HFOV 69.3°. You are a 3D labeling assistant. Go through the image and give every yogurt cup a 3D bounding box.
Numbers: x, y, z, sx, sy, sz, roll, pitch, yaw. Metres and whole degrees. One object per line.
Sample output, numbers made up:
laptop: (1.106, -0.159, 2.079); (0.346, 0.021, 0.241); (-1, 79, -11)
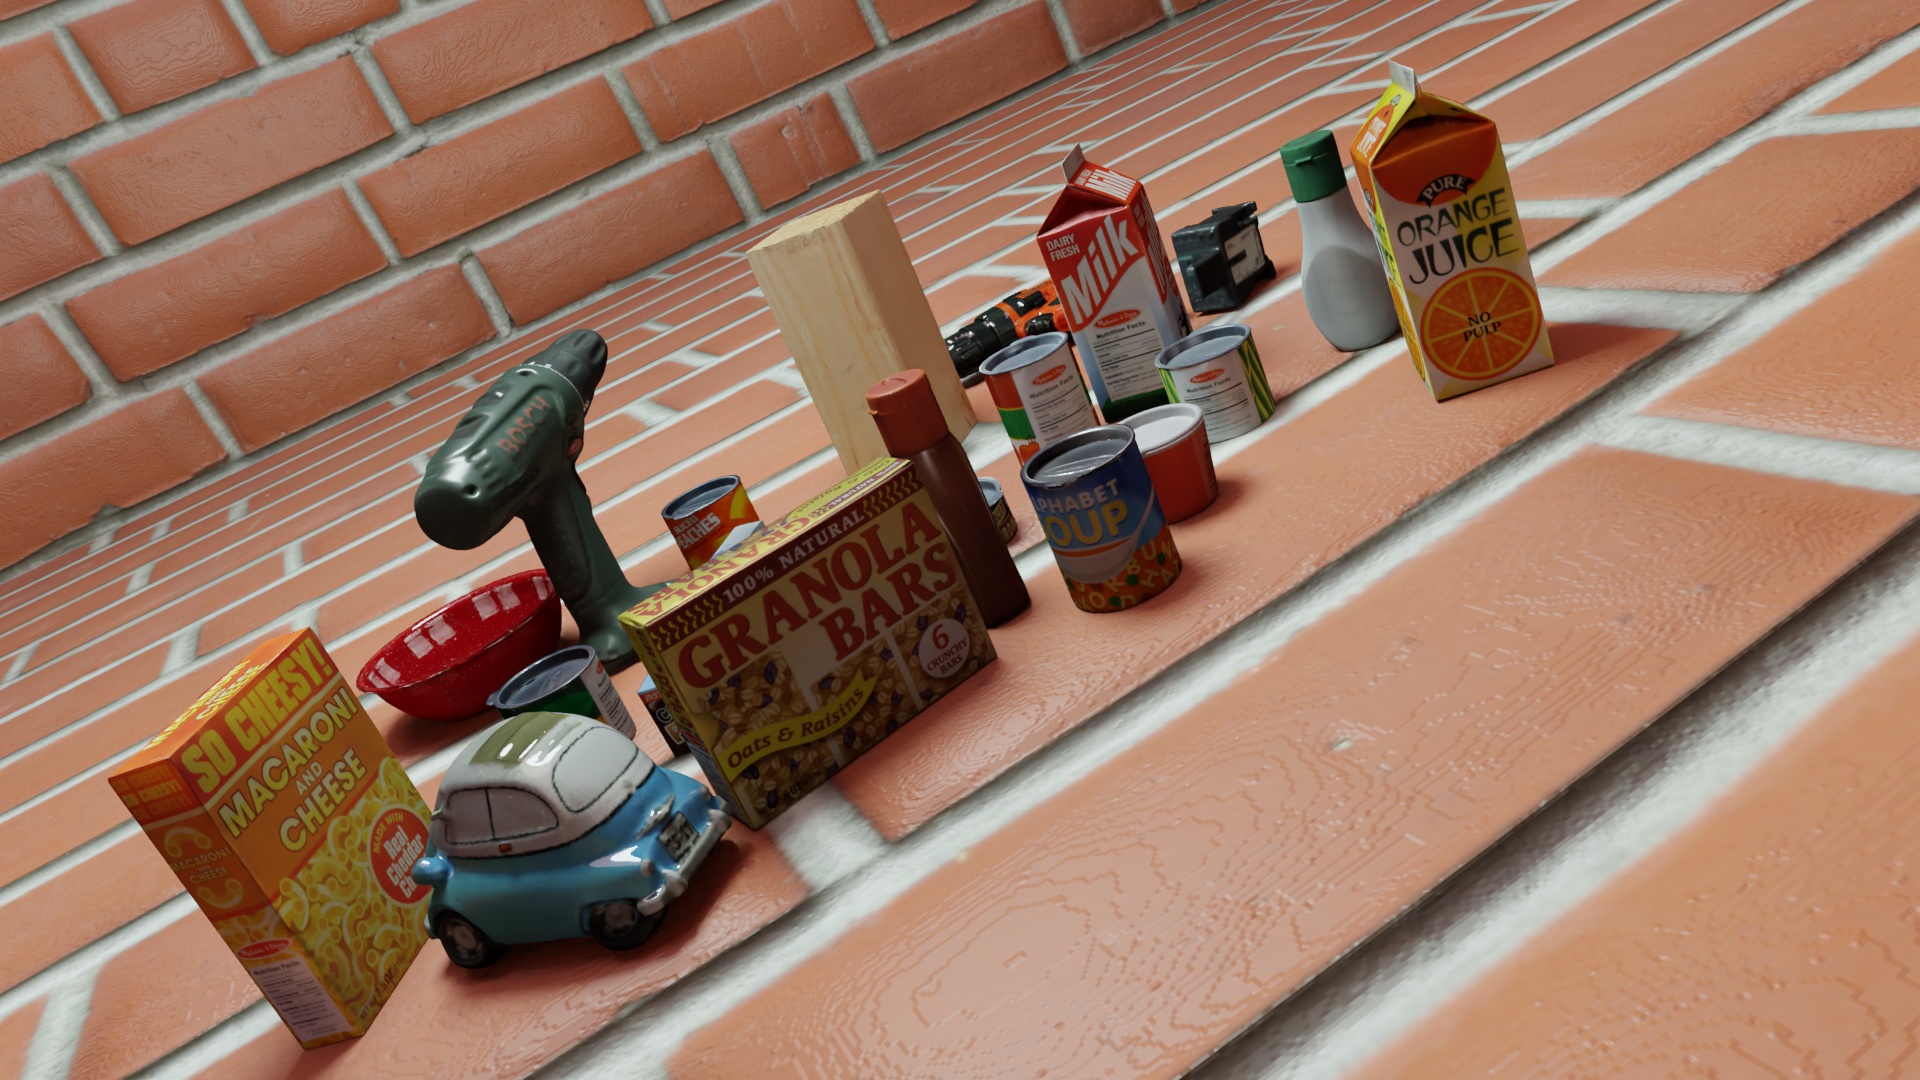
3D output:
yogurt cup: (0.122, -0.045, 0.839); (0.072, 0.053, 0.073); (-20, 21, 8)

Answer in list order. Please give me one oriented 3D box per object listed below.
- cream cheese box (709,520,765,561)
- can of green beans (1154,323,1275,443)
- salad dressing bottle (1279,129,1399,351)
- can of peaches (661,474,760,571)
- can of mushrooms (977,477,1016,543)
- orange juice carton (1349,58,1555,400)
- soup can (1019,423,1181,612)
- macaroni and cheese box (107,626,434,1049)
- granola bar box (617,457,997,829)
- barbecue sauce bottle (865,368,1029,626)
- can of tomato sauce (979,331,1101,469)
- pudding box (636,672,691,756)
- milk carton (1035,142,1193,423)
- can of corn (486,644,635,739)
cream cheese box: (-0.149, 0.033, 0.934); (0.024, 0.053, 0.104); (-16, 22, 20)
can of green beans: (0.170, -0.105, 0.927); (0.071, 0.057, 0.071); (-20, 21, 8)
salad dressing bottle: (0.258, -0.205, 0.951); (0.064, 0.147, 0.044); (-10, 25, 32)
can of peaches: (-0.189, -0.009, 1.069); (0.071, 0.058, 0.071); (-20, 21, 8)
can of mushrooms: (0.003, -0.011, 0.911); (0.071, 0.033, 0.071); (-20, 21, 8)
orange juice carton: (0.285, -0.189, 0.822); (0.073, 0.192, 0.072); (-18, 21, 14)
soup can: (0.077, -0.011, 0.763); (0.071, 0.083, 0.071); (-20, 21, 8)
macaroni and cheese box: (-0.326, 0.145, 0.692); (0.040, 0.166, 0.124); (-18, 21, 14)
granola bar box: (-0.073, 0.050, 0.717); (0.166, 0.124, 0.039); (-34, 23, -25)
barbecue sauce bottle: (-0.010, -0.024, 0.795); (0.044, 0.148, 0.065); (-30, 22, -16)
can of tomato sauce: (0.059, -0.098, 0.990); (0.071, 0.083, 0.071); (-20, 21, 8)
pudding box: (-0.136, 0.087, 0.798); (0.083, 0.049, 0.030); (-18, 21, 13)
milk carton: (0.112, -0.191, 1.009); (0.073, 0.190, 0.073); (-15, 22, 22)
can of corn: (-0.243, 0.107, 0.848); (0.071, 0.058, 0.071); (-20, 21, 8)
